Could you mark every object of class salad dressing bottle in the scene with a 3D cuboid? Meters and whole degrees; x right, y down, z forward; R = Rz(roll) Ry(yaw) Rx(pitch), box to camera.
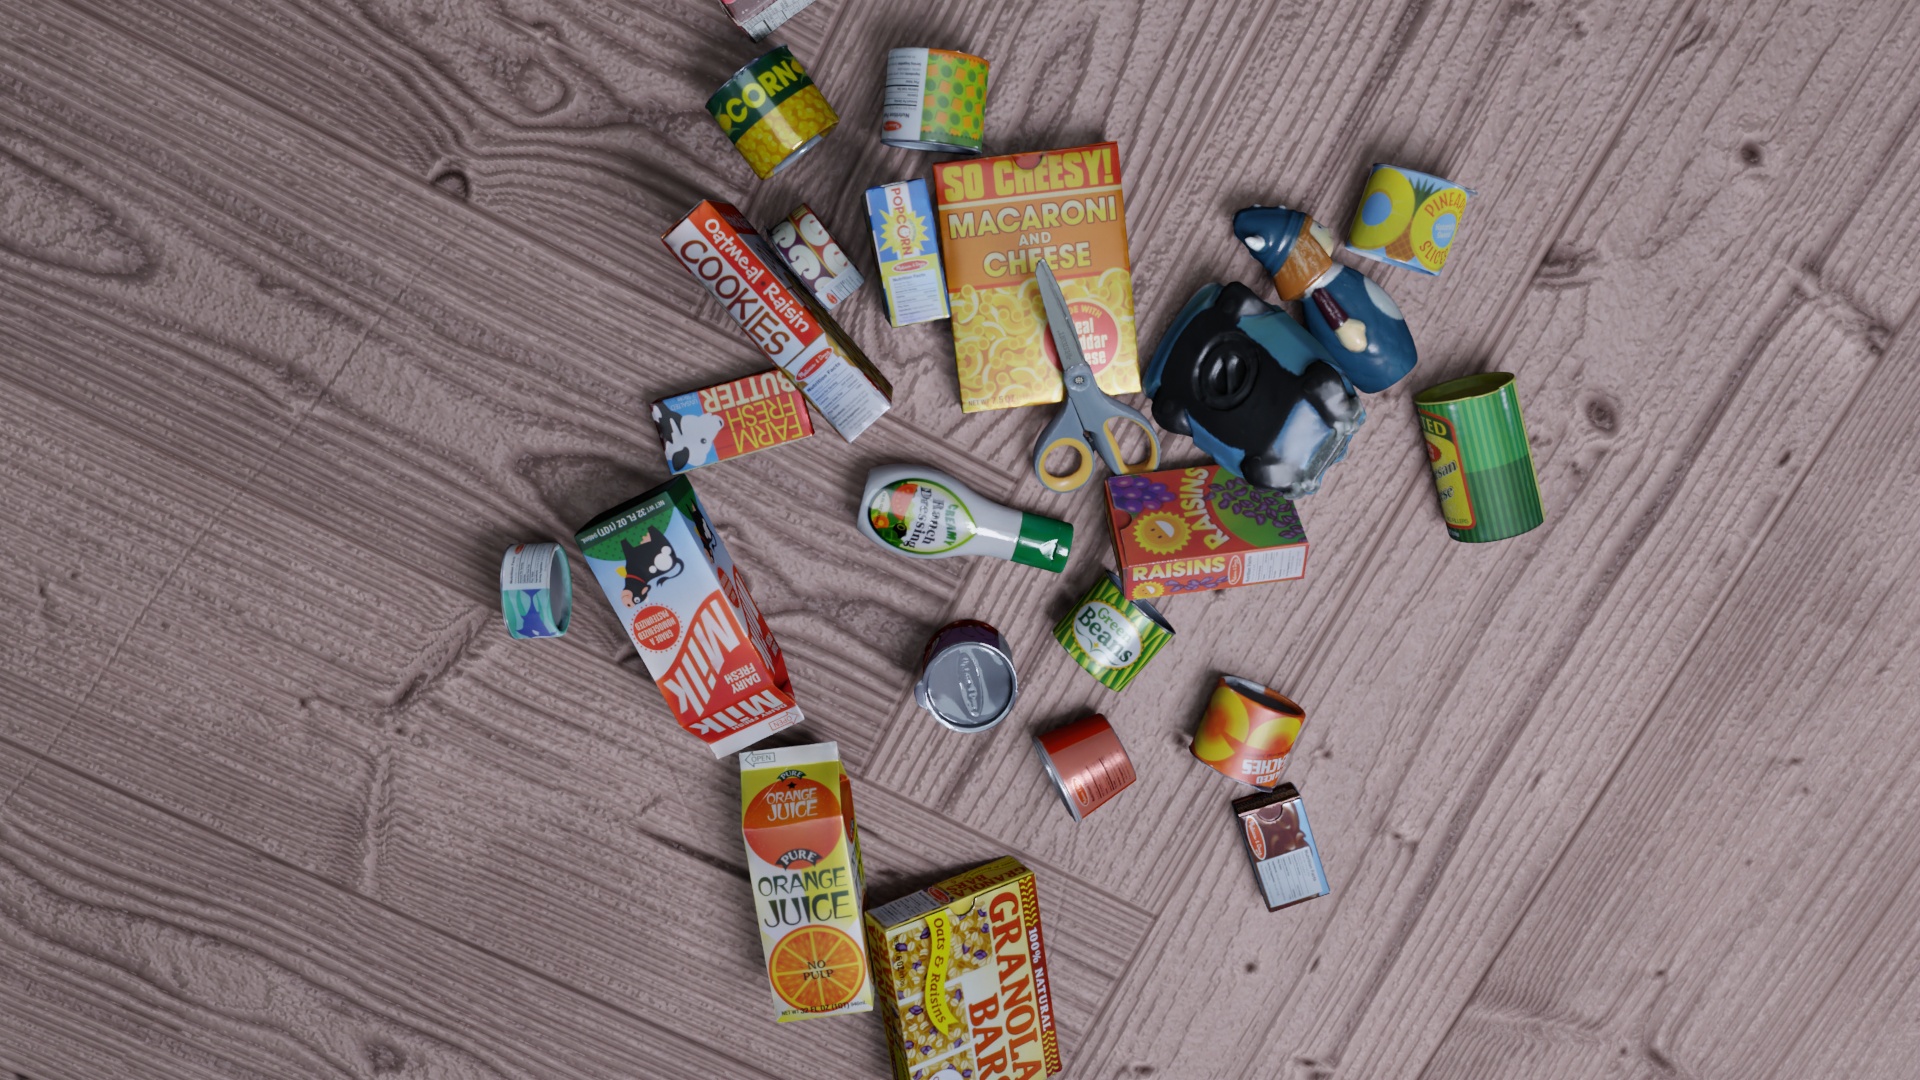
[{"bbox_3d":[0.003,-0.012,0.964,0.148,0.044,0.064,14,103,-5],"label":"salad dressing bottle"}]

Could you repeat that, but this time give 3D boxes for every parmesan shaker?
[{"bbox_3d":[0.357,-0.056,0.950,0.071,0.071,0.103,-17,102,2],"label":"parmesan shaker"}]

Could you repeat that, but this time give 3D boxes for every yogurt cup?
[{"bbox_3d":[0.090,0.159,0.993,0.054,0.072,0.072,-27,102,-4],"label":"yogurt cup"}]

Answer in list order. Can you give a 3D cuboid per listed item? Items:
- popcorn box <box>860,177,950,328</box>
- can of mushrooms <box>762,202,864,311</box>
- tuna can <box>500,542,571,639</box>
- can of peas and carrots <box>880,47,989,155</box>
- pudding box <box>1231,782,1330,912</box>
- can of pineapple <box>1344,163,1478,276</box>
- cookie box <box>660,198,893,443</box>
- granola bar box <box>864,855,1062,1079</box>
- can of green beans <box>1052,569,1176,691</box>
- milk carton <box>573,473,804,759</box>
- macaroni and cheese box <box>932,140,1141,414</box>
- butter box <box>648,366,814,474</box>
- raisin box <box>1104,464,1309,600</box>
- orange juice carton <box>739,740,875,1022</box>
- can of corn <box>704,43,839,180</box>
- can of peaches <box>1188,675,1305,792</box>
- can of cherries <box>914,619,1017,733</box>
[{"bbox_3d":[-0.036,-0.183,0.884,0.038,0.127,0.085,-11,103,-3],"label":"popcorn box"},{"bbox_3d":[-0.096,-0.188,0.913,0.033,0.071,0.071,-38,100,6],"label":"can of mushrooms"},{"bbox_3d":[-0.291,0.036,0.956,0.033,0.071,0.071,-2,102,-2],"label":"tuna can"},{"bbox_3d":[-0.014,-0.283,0.897,0.071,0.071,0.058,5,101,-3],"label":"can of peas and carrots"},{"bbox_3d":[0.237,0.227,1.027,0.049,0.030,0.083,-19,102,4],"label":"pudding box"},{"bbox_3d":[0.296,-0.211,0.917,0.071,0.071,0.057,16,102,-5],"label":"can of pineapple"},{"bbox_3d":[-0.113,-0.143,0.893,0.040,0.123,0.167,-41,100,6],"label":"cookie box"},{"bbox_3d":[0.005,0.331,1.013,0.124,0.039,0.165,-15,104,-27],"label":"granola bar box"},{"bbox_3d":[0.107,0.063,0.971,0.071,0.071,0.057,40,99,-9],"label":"can of green beans"},{"bbox_3d":[-0.182,0.057,0.958,0.072,0.073,0.190,-25,102,4],"label":"milk carton"},{"bbox_3d":[0.052,-0.176,0.932,0.124,0.040,0.166,-7,102,-1],"label":"macaroni and cheese box"},{"bbox_3d":[-0.156,-0.084,0.954,0.103,0.024,0.053,-16,103,2],"label":"butter box"},{"bbox_3d":[0.165,-0.008,0.945,0.123,0.086,0.039,-7,137,0],"label":"raisin box"},{"bbox_3d":[-0.109,0.238,0.998,0.072,0.073,0.192,-8,102,0],"label":"orange juice carton"},{"bbox_3d":[-0.120,-0.274,0.892,0.071,0.071,0.058,-36,101,6],"label":"can of corn"},{"bbox_3d":[0.206,0.136,0.987,0.071,0.071,0.058,20,100,-6],"label":"can of peaches"},{"bbox_3d":[0.003,0.094,0.979,0.071,0.058,0.071,0,103,-2],"label":"can of cherries"}]
